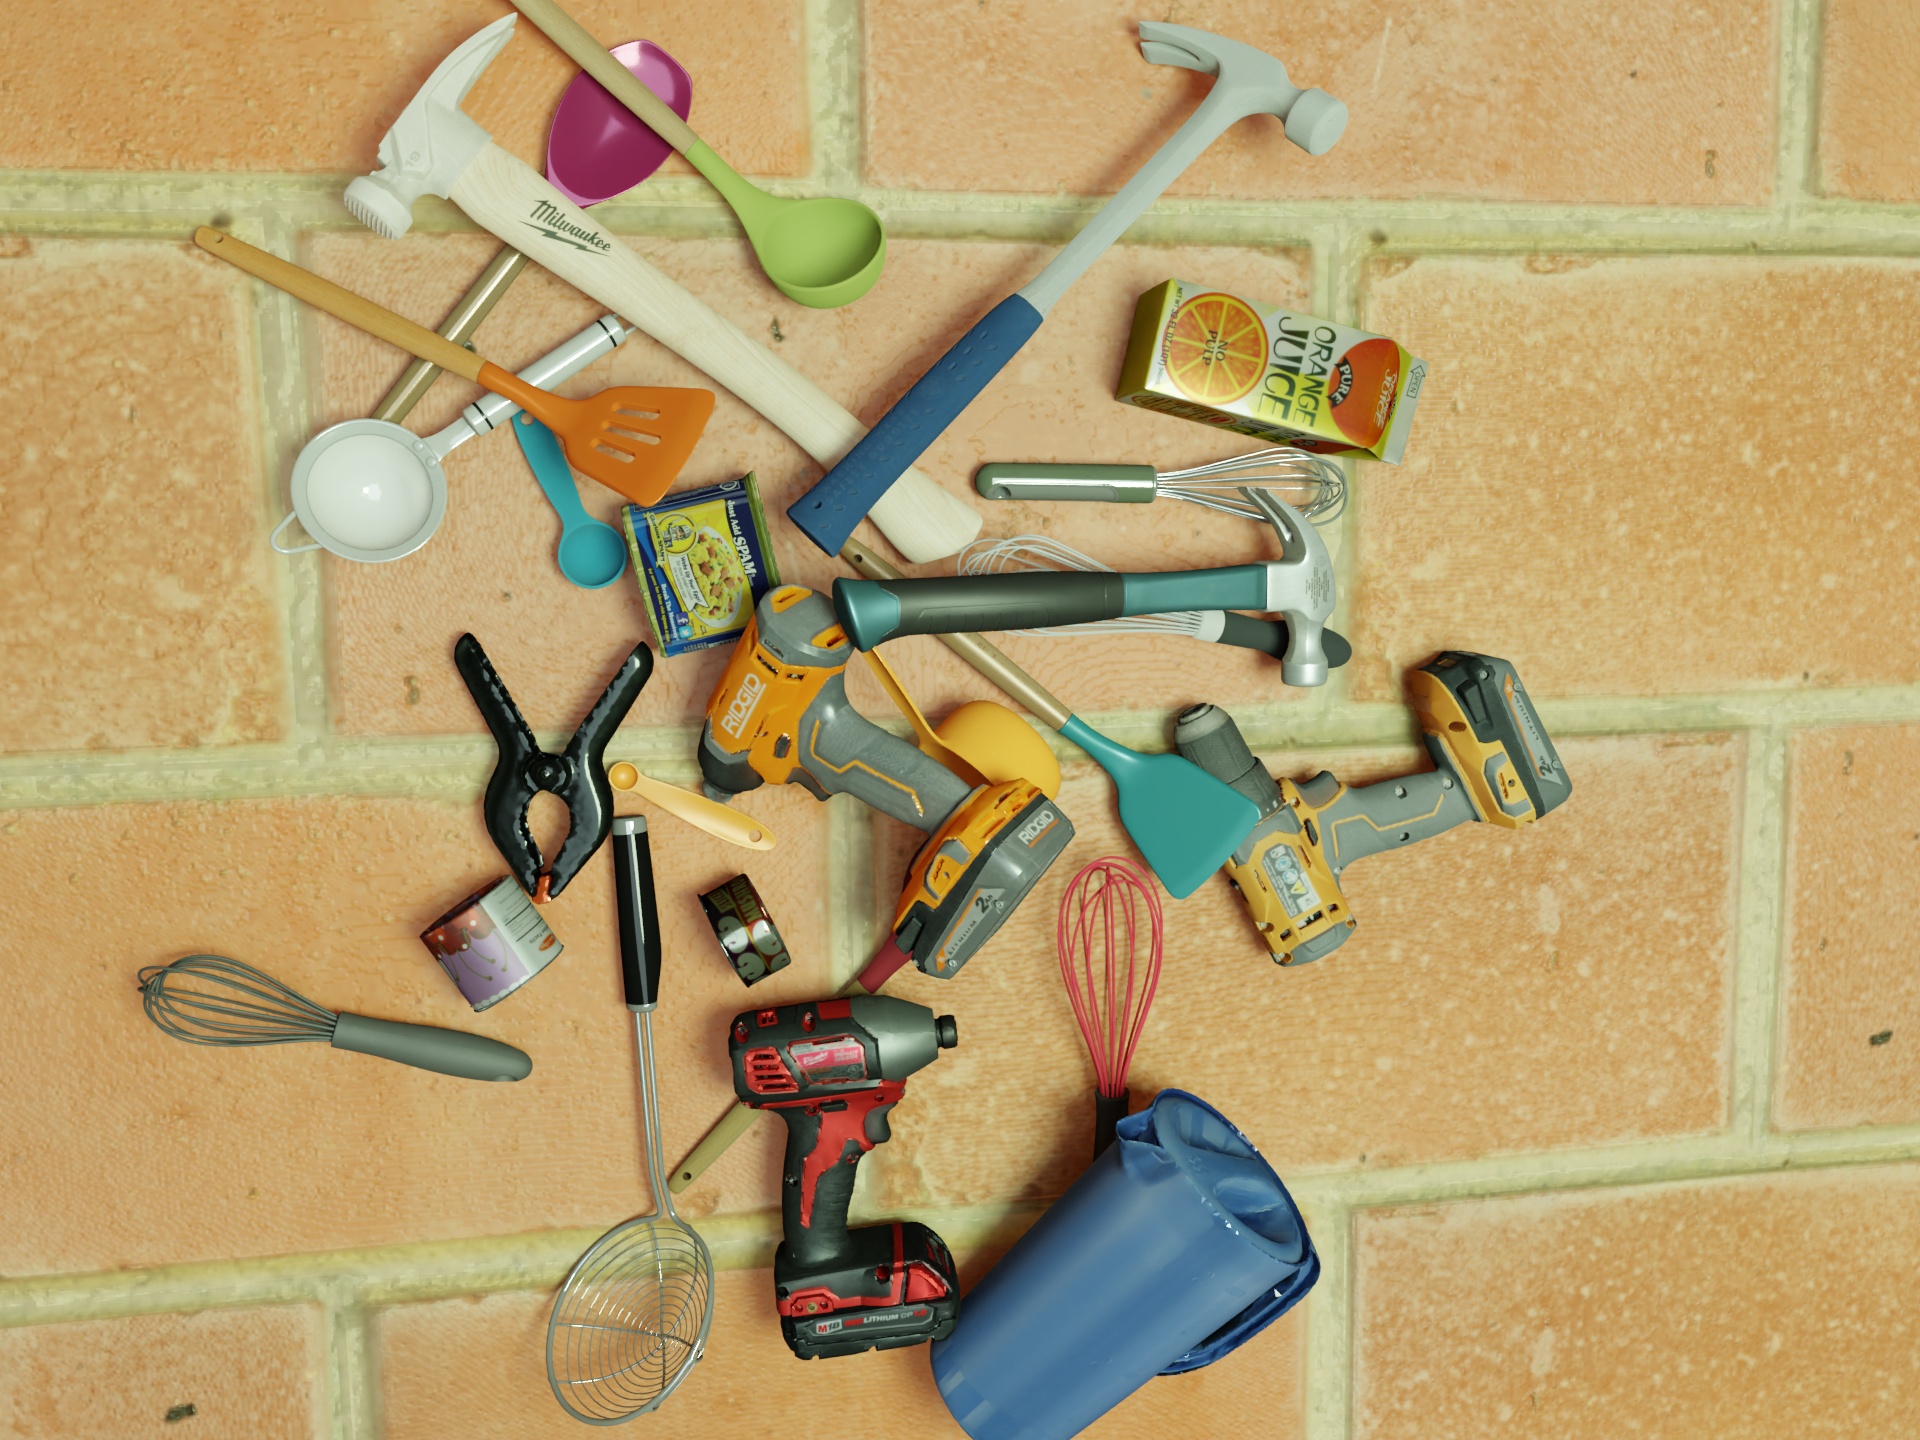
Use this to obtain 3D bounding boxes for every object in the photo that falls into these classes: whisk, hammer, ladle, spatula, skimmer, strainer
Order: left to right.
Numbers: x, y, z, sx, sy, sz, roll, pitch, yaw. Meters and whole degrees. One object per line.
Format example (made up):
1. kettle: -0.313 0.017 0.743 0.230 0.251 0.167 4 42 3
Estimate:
1. whisk: -0.383 0.188 0.981 0.239 0.055 0.055 16 94 -15
2. spatula: -0.299 -0.217 0.921 0.322 0.041 0.081 26 74 1
3. strainer: -0.295 -0.174 0.950 0.258 0.050 0.087 -37 96 -11
4. skimmer: -0.214 0.244 0.991 0.127 0.090 0.363 -1 94 34
5. ladle: -0.176 -0.362 0.935 0.320 0.062 0.078 40 67 -14
6. hammer: -0.149 -0.238 0.960 0.410 0.038 0.146 35 79 -17
7. ladle: -0.081 0.192 1.042 0.069 0.031 0.315 43 90 -7
8. hammer: 0.045 -0.260 0.962 0.405 0.035 0.144 -46 67 -4
9. spatula: 0.048 -0.013 1.020 0.317 0.044 0.082 38 107 -6
10. hammer: 0.083 -0.073 0.960 0.331 0.033 0.128 -5 102 -22
11. whisk: 0.101 0.231 1.064 0.073 0.073 0.295 -4 104 -9
12. whisk: 0.130 -0.070 1.029 0.284 0.070 0.070 10 95 -19
13. whisk: 0.131 -0.152 1.029 0.246 0.057 0.059 0 62 -5

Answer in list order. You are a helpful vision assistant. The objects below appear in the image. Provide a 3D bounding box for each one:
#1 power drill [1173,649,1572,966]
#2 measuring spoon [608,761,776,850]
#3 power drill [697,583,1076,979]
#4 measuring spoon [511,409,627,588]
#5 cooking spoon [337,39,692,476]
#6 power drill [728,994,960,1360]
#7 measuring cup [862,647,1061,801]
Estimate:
1. power drill: 0.265 0.034 1.058 0.226 0.084 0.185 -30 99 -1
2. measuring spoon: -0.171 0.056 1.020 0.117 0.011 0.021 26 95 -15
3. power drill: -0.060 0.046 0.956 0.226 0.084 0.164 41 128 9
4. measuring spoon: -0.245 -0.140 0.984 0.042 0.021 0.128 -25 91 -5
5. cooking spoon: -0.273 -0.276 0.959 0.068 0.017 0.319 38 89 -17
6. power drill: -0.063 0.281 1.011 0.143 0.078 0.219 -8 100 -3
7. measuring cup: -0.002 -0.003 0.994 0.052 0.095 0.173 -43 111 -21
